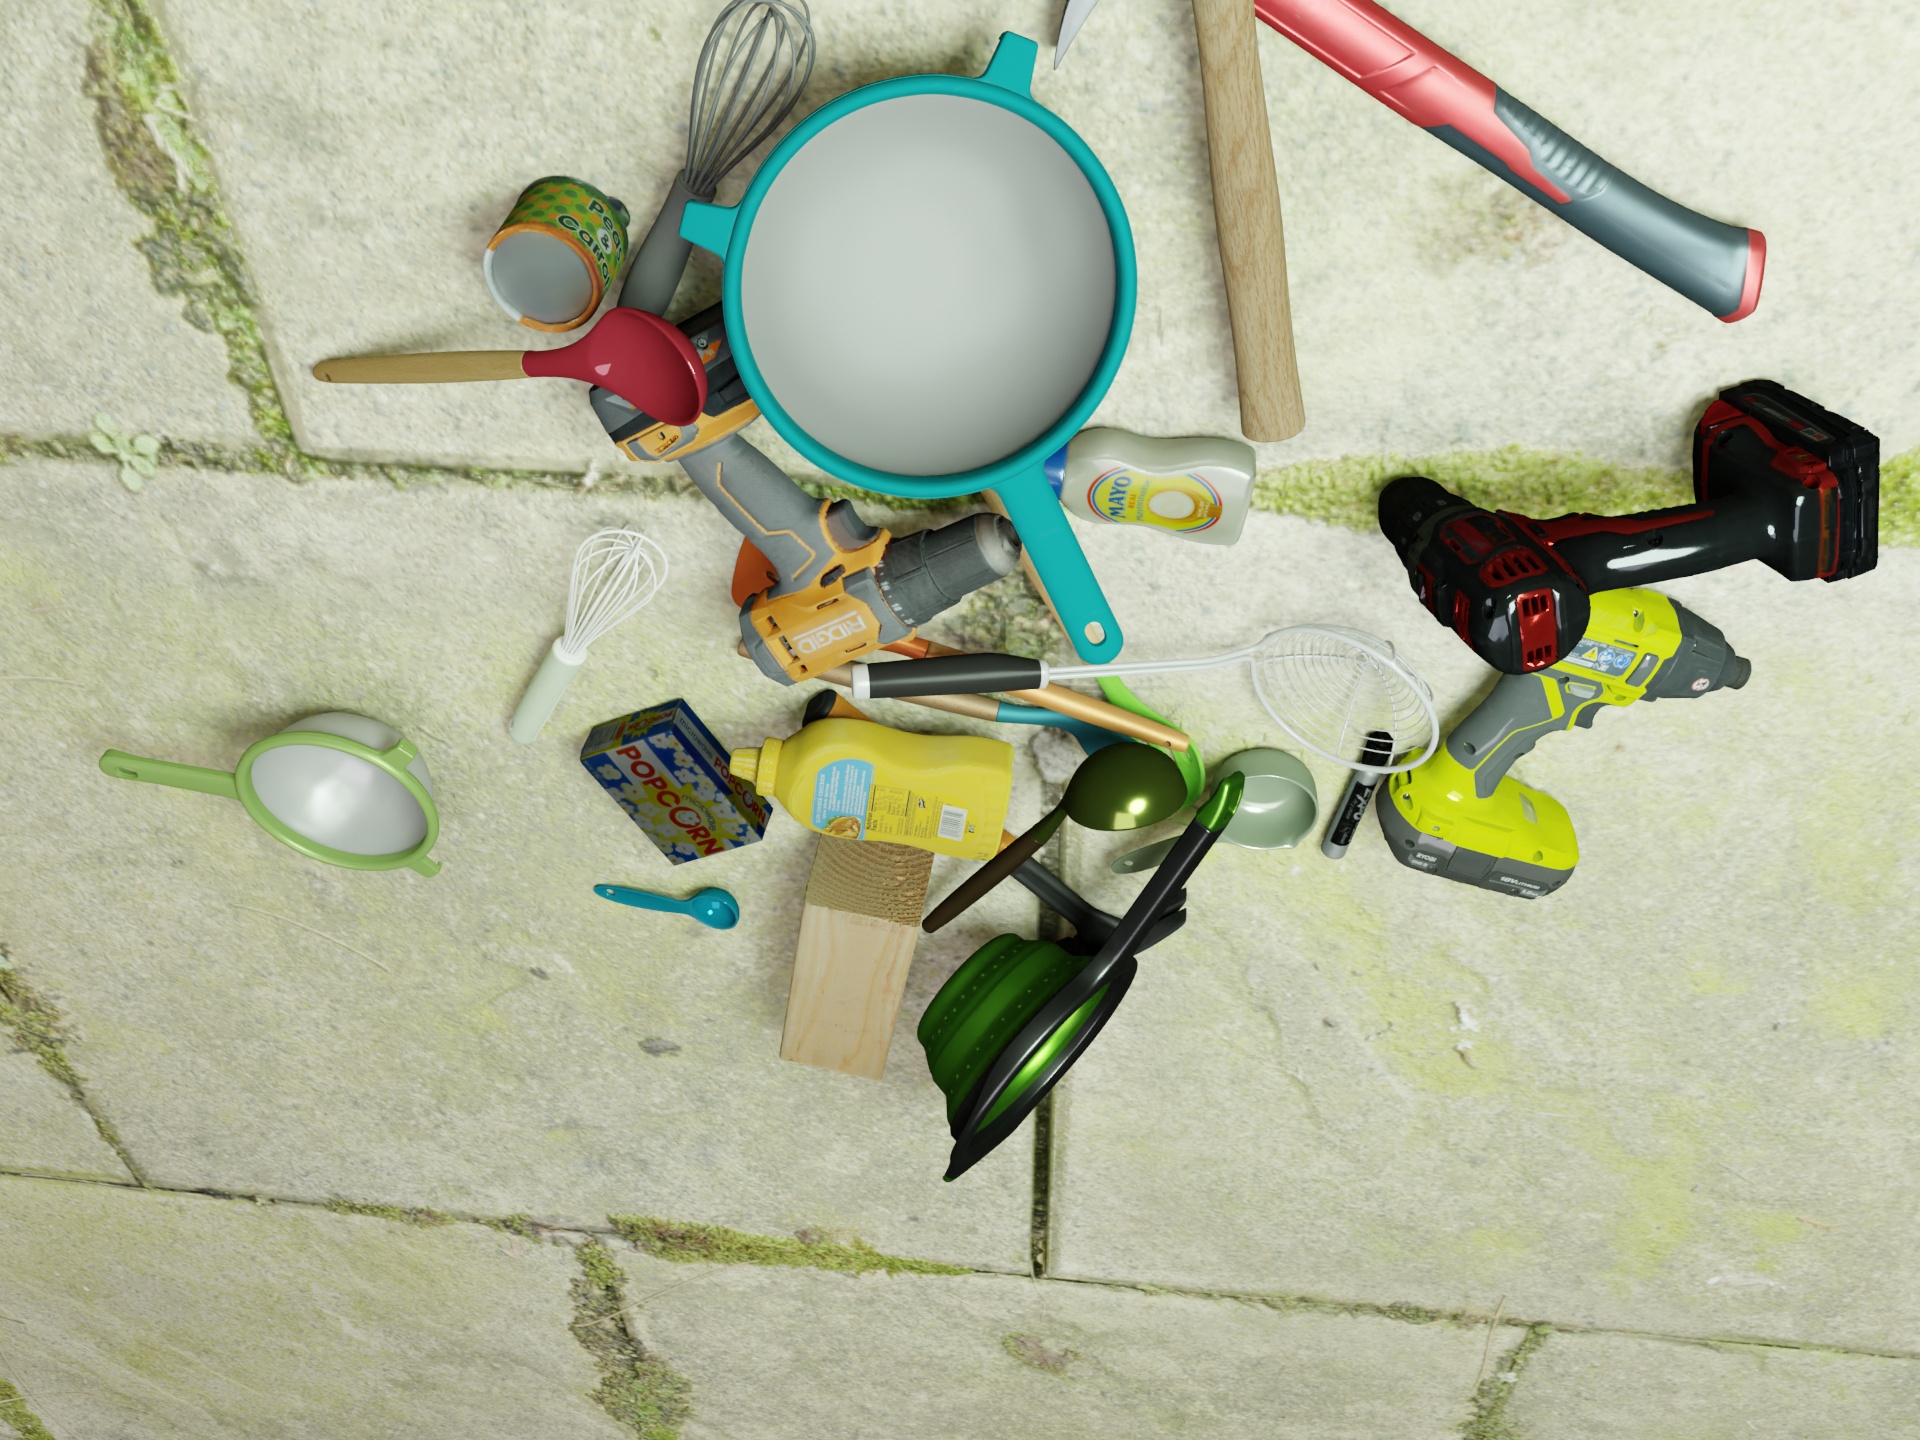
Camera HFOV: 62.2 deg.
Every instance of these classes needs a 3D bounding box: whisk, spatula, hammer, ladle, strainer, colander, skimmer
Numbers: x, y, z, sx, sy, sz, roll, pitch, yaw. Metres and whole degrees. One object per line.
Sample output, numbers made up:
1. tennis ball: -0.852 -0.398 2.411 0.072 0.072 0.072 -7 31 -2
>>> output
1. whisk: -0.265 -0.053 1.095 0.059 0.058 0.246 21 138 -22
2. spatula: 0.002 -0.044 1.052 0.322 0.041 0.081 20 132 -6
3. hammer: 0.235 -0.293 0.790 0.386 0.038 0.143 26 133 -15
4. ladle: -0.263 -0.200 0.903 0.315 0.031 0.069 6 131 31
5. ladle: 0.051 0.100 1.120 0.062 0.078 0.320 52 142 6
6. strainer: 0.008 -0.183 0.868 0.211 0.095 0.340 -27 119 5
7. colander: 0.071 0.167 1.167 0.094 0.204 0.397 41 119 18
8. whisk: -0.140 -0.288 0.854 0.055 0.055 0.239 26 137 -15
9. hammer: 0.020 0.081 1.183 0.336 0.034 0.127 39 128 -25
10. strainer: -0.511 0.034 1.200 0.256 0.069 0.151 9 136 1
11. skimmer: 0.115 -0.008 1.002 0.363 0.090 0.127 -3 151 -8
12. hammer: 0.135 -0.276 0.778 0.130 0.031 0.331 -4 135 15
13. spatula: -0.002 -0.004 1.096 0.317 0.044 0.082 14 158 -1

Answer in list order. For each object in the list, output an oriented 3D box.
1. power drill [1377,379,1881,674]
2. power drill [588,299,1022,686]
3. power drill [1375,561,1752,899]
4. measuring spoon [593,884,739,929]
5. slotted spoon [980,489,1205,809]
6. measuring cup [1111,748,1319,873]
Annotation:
1. power drill: 0.353 -0.112 0.875 0.226 0.188 0.080 -17 120 1
2. power drill: -0.086 -0.139 0.937 0.185 0.084 0.226 -20 117 25
3. power drill: 0.382 0.009 1.029 0.171 0.080 0.223 16 131 -5
4. measuring spoon: -0.238 0.143 1.300 0.128 0.021 0.042 8 135 14
5. slotted spoon: 0.082 -0.056 1.047 0.070 0.031 0.313 -5 132 38
6. measuring cup: 0.179 0.070 1.145 0.167 0.038 0.083 -26 125 32
